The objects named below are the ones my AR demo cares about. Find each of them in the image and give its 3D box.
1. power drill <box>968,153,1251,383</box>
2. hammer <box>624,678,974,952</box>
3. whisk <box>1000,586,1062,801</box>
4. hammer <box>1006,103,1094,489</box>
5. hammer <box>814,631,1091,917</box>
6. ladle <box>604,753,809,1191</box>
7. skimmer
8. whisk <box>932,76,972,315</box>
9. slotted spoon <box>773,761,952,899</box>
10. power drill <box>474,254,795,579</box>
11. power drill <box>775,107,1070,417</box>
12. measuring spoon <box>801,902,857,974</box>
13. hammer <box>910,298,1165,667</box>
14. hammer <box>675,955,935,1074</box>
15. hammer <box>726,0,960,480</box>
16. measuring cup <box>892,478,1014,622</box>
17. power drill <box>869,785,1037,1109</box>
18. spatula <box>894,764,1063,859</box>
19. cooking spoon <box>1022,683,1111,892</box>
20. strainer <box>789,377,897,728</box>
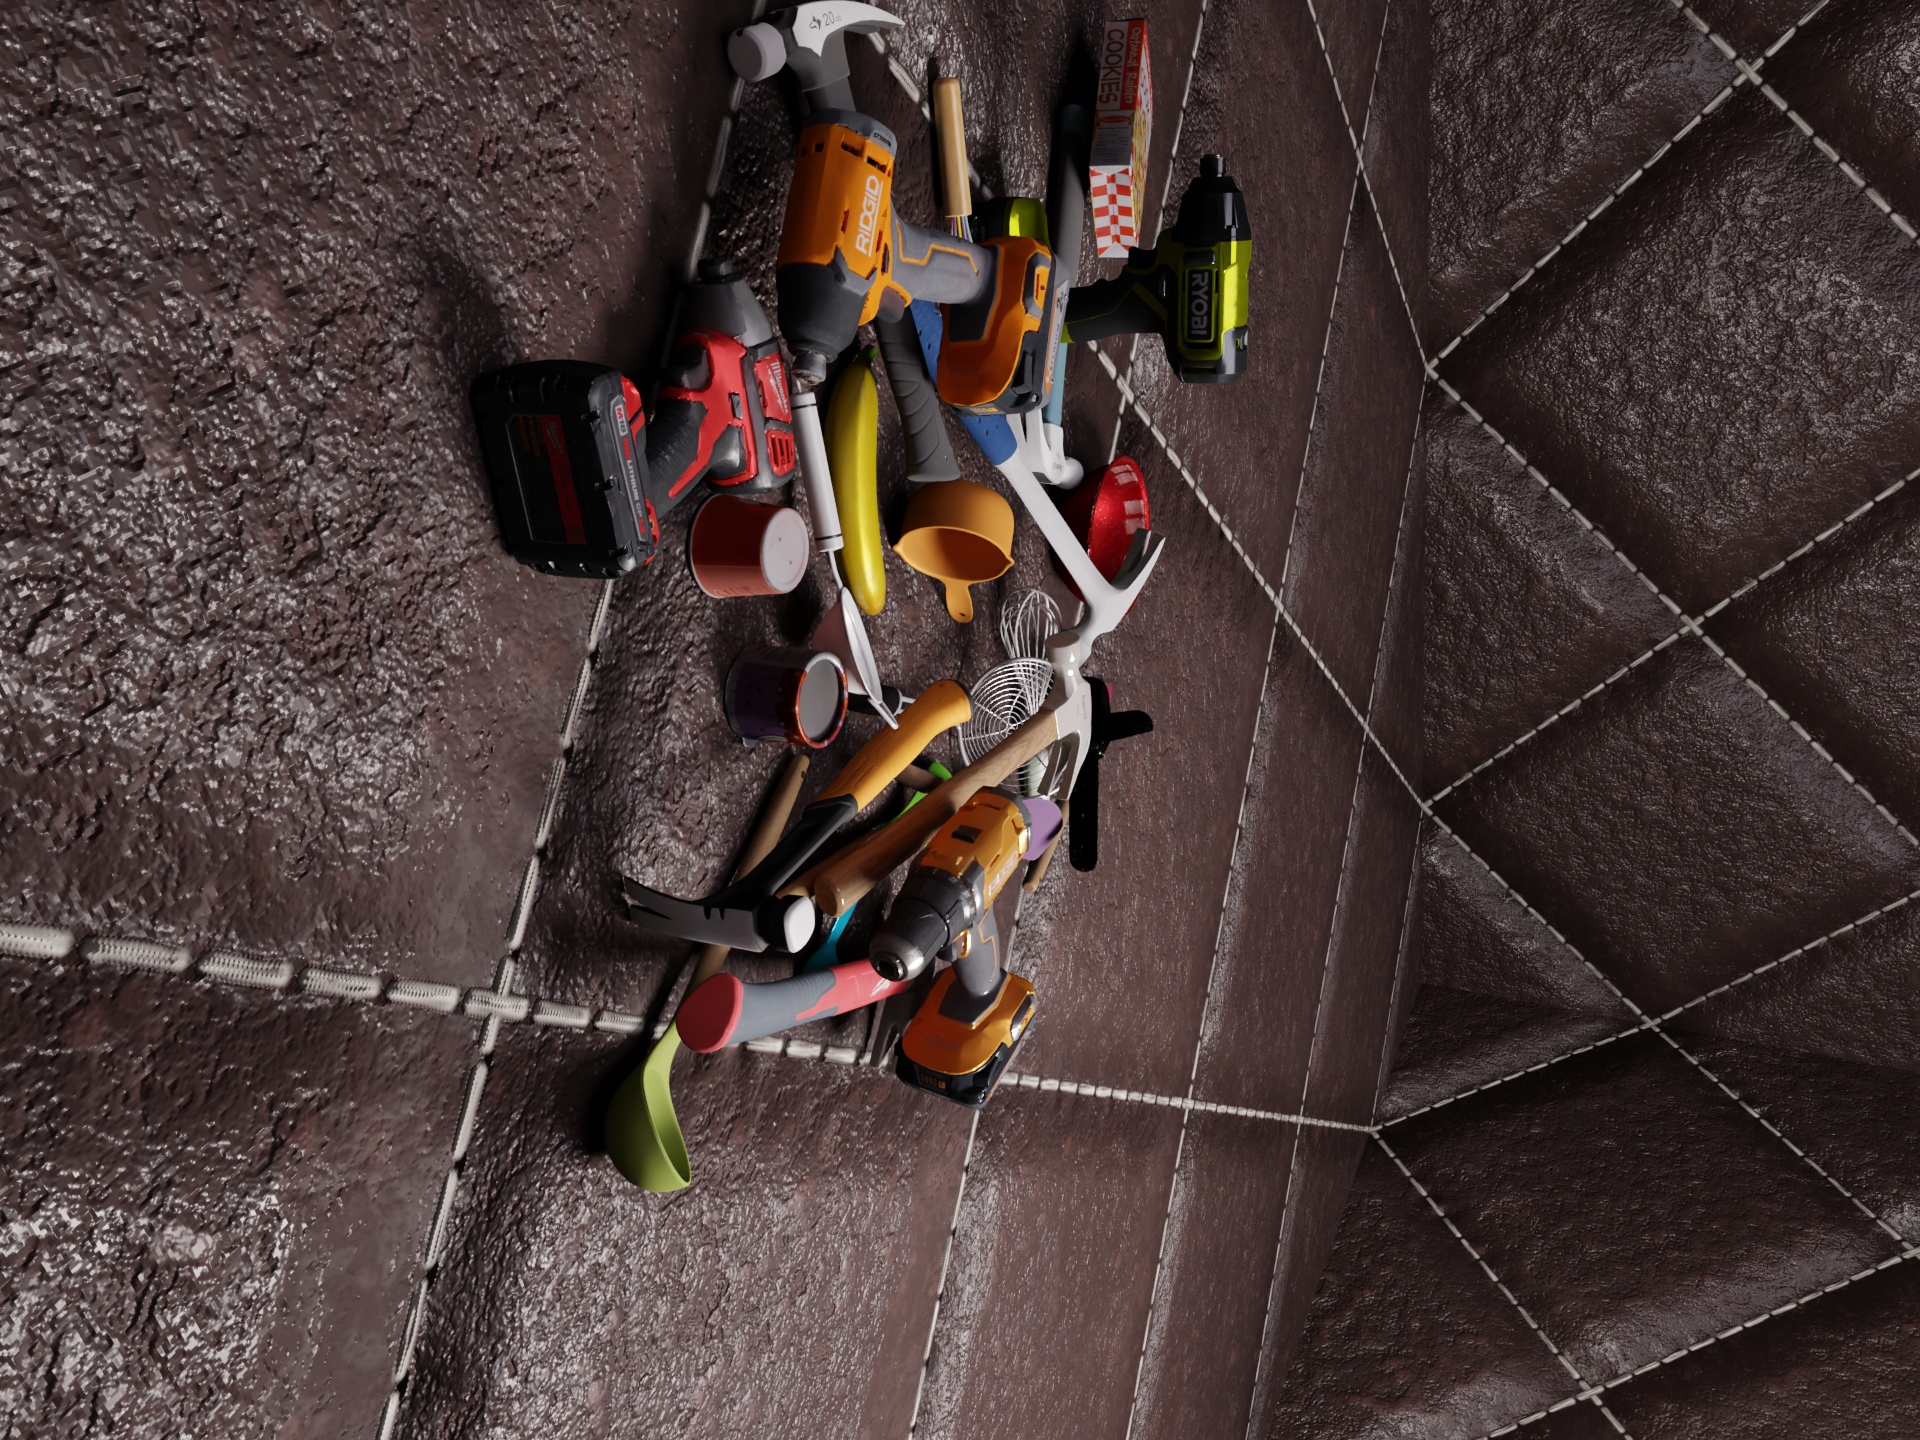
[{"bbox_3d":[0.123,-0.363,1.284,0.080,0.223,0.171,-32,125,-58],"label":"power drill"},{"bbox_3d":[-0.084,0.051,1.083,0.337,0.127,0.034,-45,133,-53],"label":"hammer"},{"bbox_3d":[0.069,-0.013,1.467,0.058,0.059,0.246,-50,144,-49],"label":"whisk"},{"bbox_3d":[0.090,-0.381,1.433,0.128,0.033,0.331,-1,97,-65],"label":"hammer"},{"bbox_3d":[0.004,0.056,1.249,0.331,0.031,0.130,-37,127,-41],"label":"hammer"},{"bbox_3d":[-0.152,0.155,1.052,0.078,0.062,0.320,74,31,-52],"label":"ladle"},{"bbox_3d":[-0.002,-0.004,1.273,0.363,0.090,0.127,12,90,-64],"label":"skimmer"},{"bbox_3d":[0.001,-0.373,1.245,0.047,0.051,0.245,-31,121,-52],"label":"whisk"},{"bbox_3d":[-0.077,0.102,1.224,0.314,0.031,0.070,-30,124,-57],"label":"slotted spoon"},{"bbox_3d":[-0.170,-0.177,0.909,0.220,0.078,0.143,-47,137,-54],"label":"power drill"},{"bbox_3d":[-0.030,-0.273,1.039,0.226,0.084,0.164,16,82,-49],"label":"power drill"},{"bbox_3d":[-0.083,0.155,1.196,0.128,0.021,0.042,-65,155,-6],"label":"measuring spoon"},{"bbox_3d":[0.044,-0.212,1.284,0.144,0.035,0.405,-50,133,-12],"label":"hammer"},{"bbox_3d":[-0.097,0.205,1.115,0.386,0.038,0.143,10,95,-72],"label":"hammer"},{"bbox_3d":[-0.055,-0.318,1.091,0.146,0.035,0.334,-45,128,-42],"label":"hammer"},{"bbox_3d":[0.000,-0.135,1.279,0.173,0.095,0.052,81,17,-69],"label":"measuring cup"},{"bbox_3d":[-0.006,0.186,1.184,0.185,0.084,0.226,-49,146,-47],"label":"power drill"},{"bbox_3d":[0.011,0.068,1.318,0.060,0.018,0.315,-52,148,6],"label":"spatula"},{"bbox_3d":[0.110,0.063,1.563,0.319,0.017,0.068,-62,157,-51],"label":"cooking spoon"},{"bbox_3d":[-0.091,-0.115,1.103,0.087,0.050,0.258,-80,160,-79],"label":"strainer"}]
